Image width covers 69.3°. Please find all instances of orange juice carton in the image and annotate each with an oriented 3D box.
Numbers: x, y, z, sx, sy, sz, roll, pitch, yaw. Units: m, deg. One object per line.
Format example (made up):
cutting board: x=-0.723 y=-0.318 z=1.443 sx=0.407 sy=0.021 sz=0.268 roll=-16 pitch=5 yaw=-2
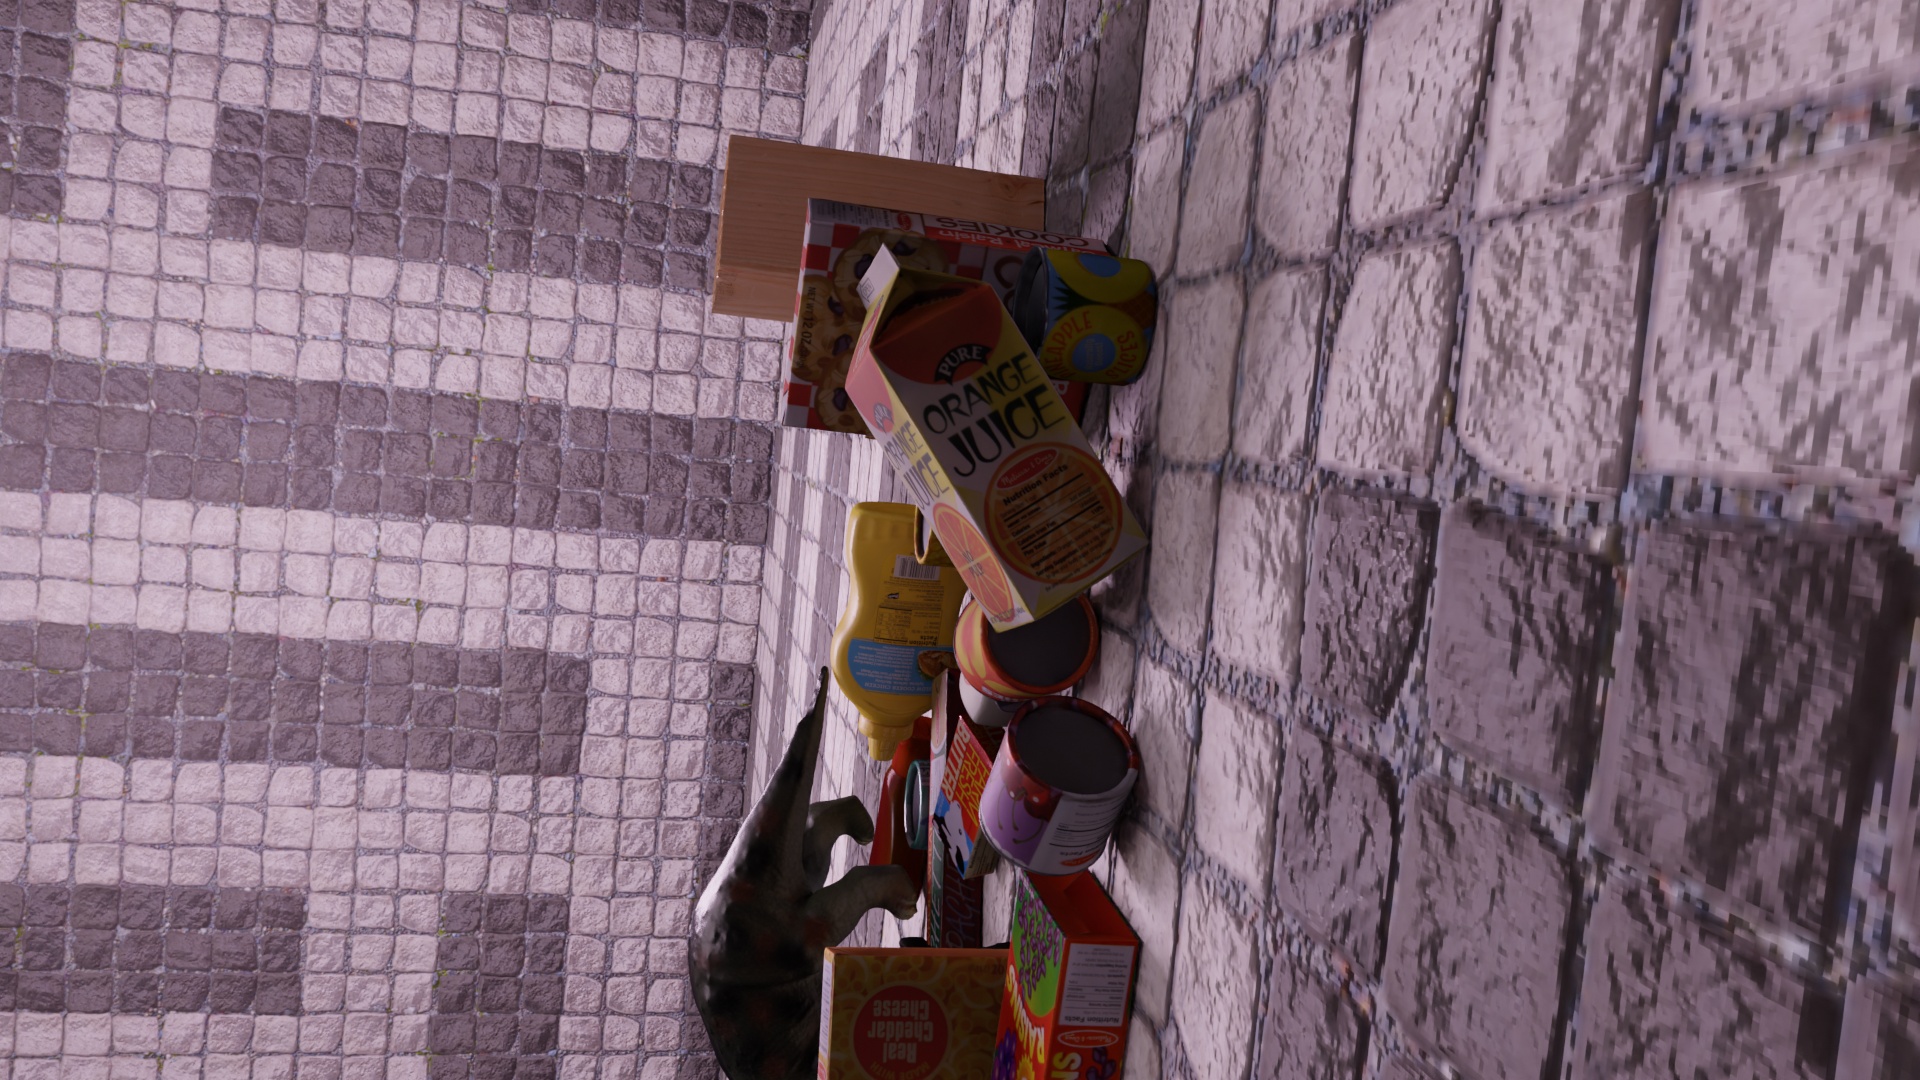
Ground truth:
orange juice carton: x=0.005 y=-0.056 z=0.691 sx=0.192 sy=0.073 sz=0.071 roll=58 pitch=164 yaw=1

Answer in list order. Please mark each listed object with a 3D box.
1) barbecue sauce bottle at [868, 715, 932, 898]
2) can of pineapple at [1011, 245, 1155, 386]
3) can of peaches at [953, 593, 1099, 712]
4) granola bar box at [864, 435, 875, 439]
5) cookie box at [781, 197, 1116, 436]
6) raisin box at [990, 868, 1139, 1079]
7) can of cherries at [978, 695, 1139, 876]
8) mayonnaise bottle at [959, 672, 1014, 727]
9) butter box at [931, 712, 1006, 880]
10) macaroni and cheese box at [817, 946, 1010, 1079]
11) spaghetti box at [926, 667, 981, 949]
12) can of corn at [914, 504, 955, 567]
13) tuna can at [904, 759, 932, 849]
barbecue sauce bottle: x=-0.042 y=0.209 z=1.085 sx=0.065 sy=0.044 sz=0.148 roll=-114 pitch=32 yaw=-65
can of pineapple: x=0.062 y=-0.112 z=0.707 sx=0.071 sy=0.058 sz=0.071 roll=-174 pitch=88 yaw=-78
can of peaches: x=0.035 y=0.055 z=0.747 sx=0.058 sy=0.071 sz=0.071 roll=141 pitch=132 yaw=-72
granola bar box: x=-0.042 y=-0.167 z=1.147 sx=0.166 sy=0.039 sz=0.123 roll=-79 pitch=-1 yaw=-64
cookie box: x=-0.009 y=-0.115 z=0.774 sx=0.040 sy=0.168 sz=0.122 roll=-100 pitch=19 yaw=-58
raisin box: x=0.049 y=0.234 z=0.680 sx=0.086 sy=0.040 sz=0.123 roll=-142 pitch=59 yaw=-74
can of cherries: x=0.045 y=0.116 z=0.670 sx=0.072 sy=0.071 sz=0.058 roll=-99 pitch=19 yaw=-47
mayonnaise bottle: x=0.032 y=0.037 z=0.823 sx=0.065 sy=0.041 sz=0.147 roll=-103 pitch=21 yaw=-57
butter box: x=0.011 y=0.161 z=0.880 sx=0.053 sy=0.024 sz=0.103 roll=54 pitch=142 yaw=42
macaroni and cheese box: x=-0.014 y=0.305 z=0.740 sx=0.040 sy=0.124 sz=0.166 roll=139 pitch=134 yaw=-74
spaghetti box: x=-0.005 y=0.215 z=0.949 sx=0.050 sy=0.029 sz=0.250 roll=130 pitch=143 yaw=-69
can of corn: x=0.003 y=-0.012 z=0.929 sx=0.071 sy=0.058 sz=0.071 roll=-174 pitch=88 yaw=-78
tuna can: x=-0.019 y=0.191 z=1.014 sx=0.071 sy=0.033 sz=0.071 roll=-174 pitch=88 yaw=-78
